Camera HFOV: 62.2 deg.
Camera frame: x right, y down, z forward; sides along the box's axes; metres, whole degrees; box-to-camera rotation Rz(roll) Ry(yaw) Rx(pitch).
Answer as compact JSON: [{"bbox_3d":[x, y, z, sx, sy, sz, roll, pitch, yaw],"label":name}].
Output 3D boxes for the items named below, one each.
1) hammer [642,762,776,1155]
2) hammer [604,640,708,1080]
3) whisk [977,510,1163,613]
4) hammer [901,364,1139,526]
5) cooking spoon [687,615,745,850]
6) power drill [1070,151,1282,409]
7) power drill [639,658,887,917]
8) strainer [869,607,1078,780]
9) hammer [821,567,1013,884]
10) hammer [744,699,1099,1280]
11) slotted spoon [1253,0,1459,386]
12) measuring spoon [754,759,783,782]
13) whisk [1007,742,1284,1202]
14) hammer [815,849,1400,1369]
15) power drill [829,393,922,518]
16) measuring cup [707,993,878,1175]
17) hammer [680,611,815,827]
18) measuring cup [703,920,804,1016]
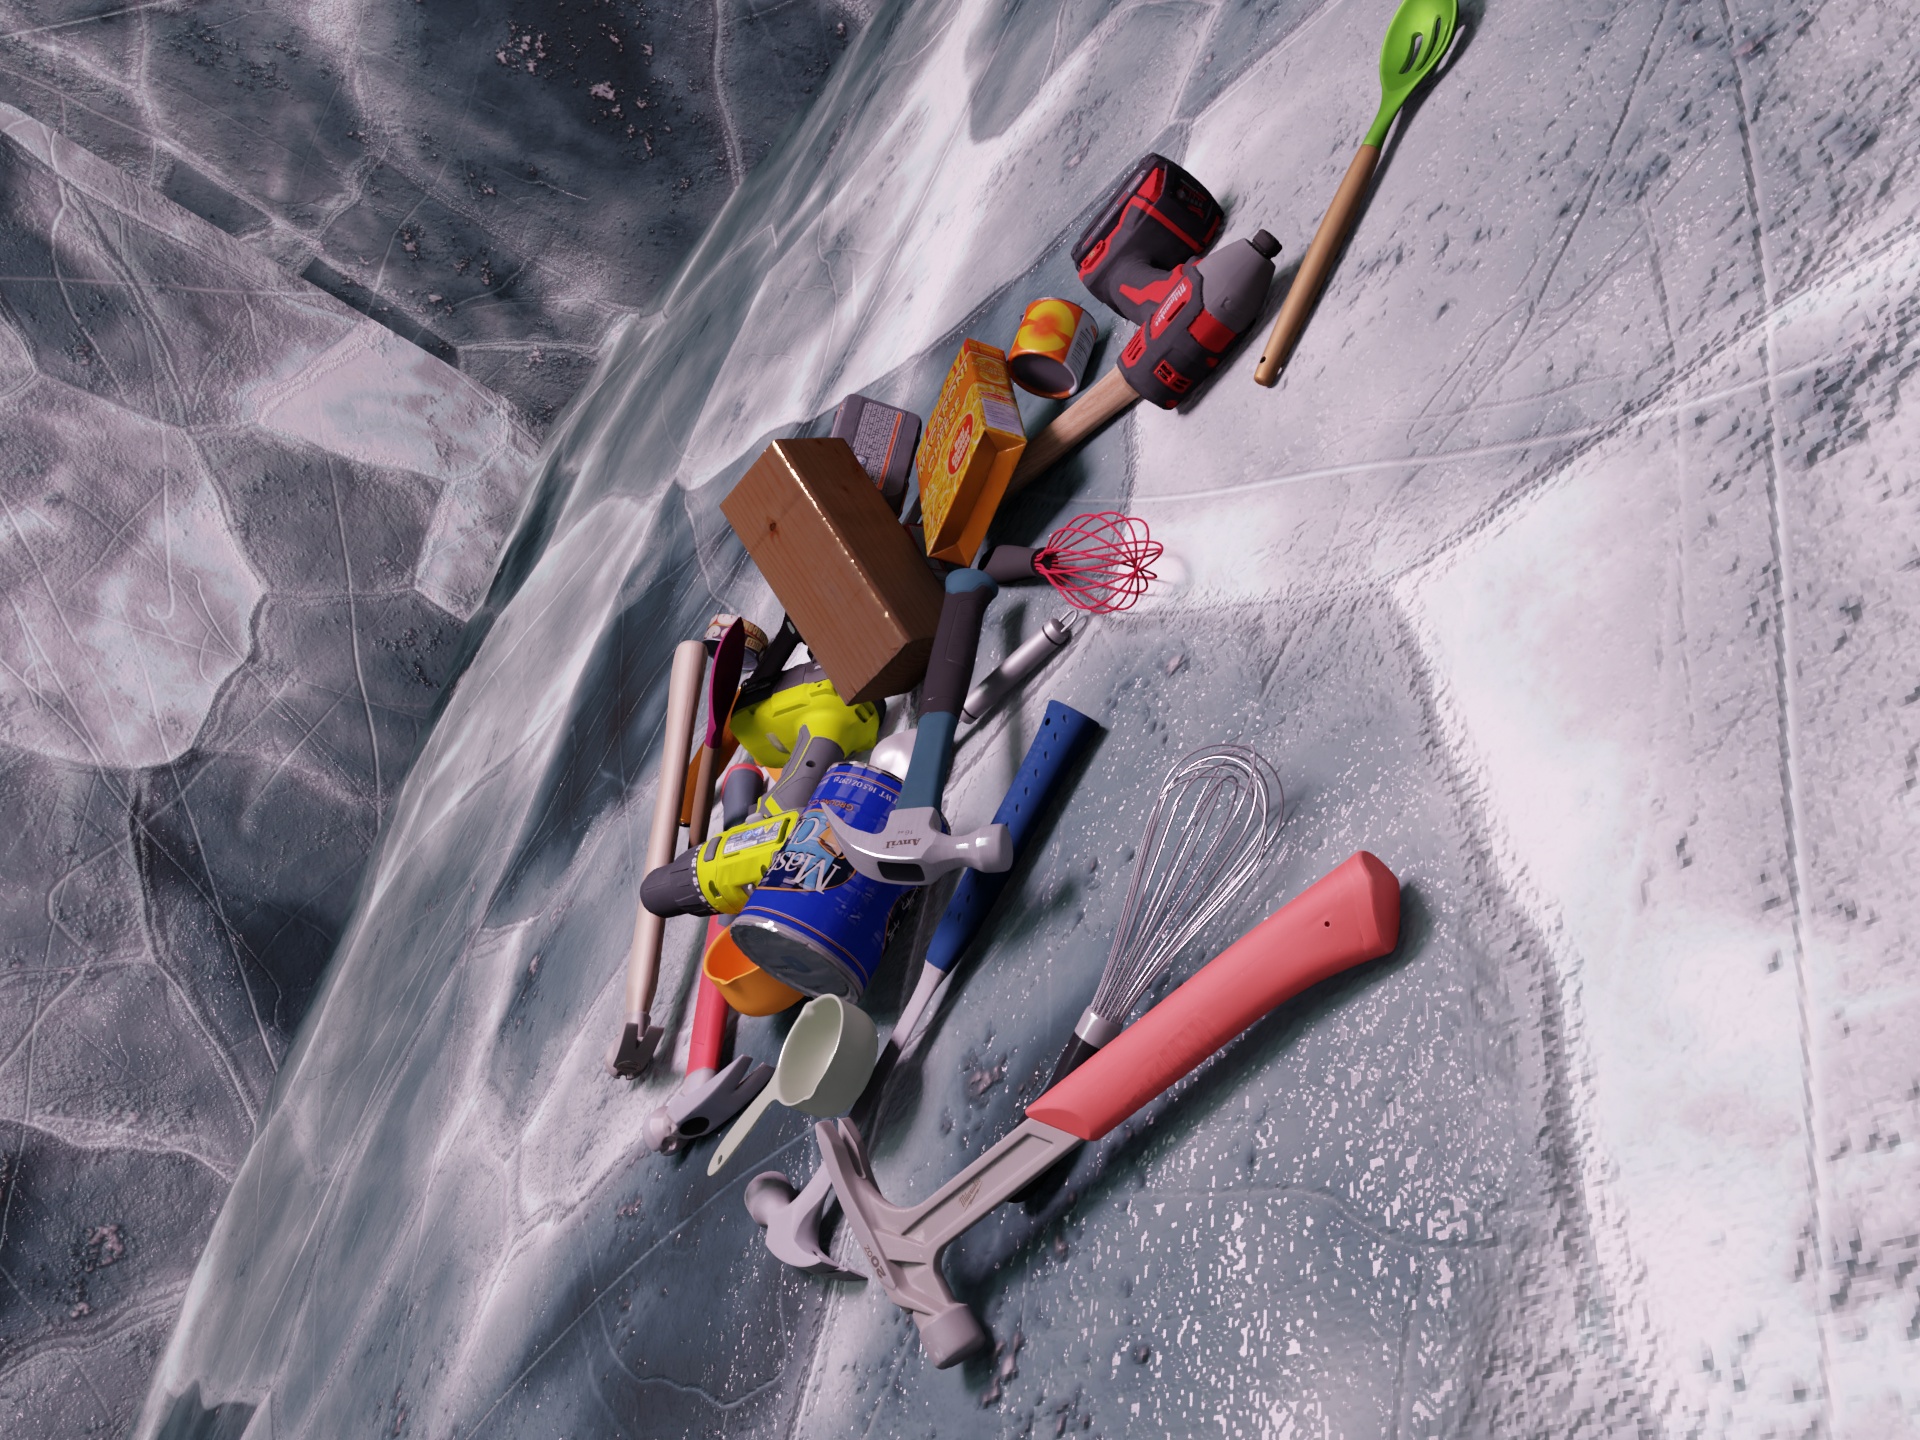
[{"bbox_3d":[-0.195,0.175,1.370,0.143,0.038,0.387,-41,31,33],"label":"hammer"},{"bbox_3d":[-0.269,0.109,1.447,0.146,0.038,0.411,127,151,-60],"label":"hammer"},{"bbox_3d":[0.068,-0.116,1.174,0.073,0.073,0.296,-62,19,-5],"label":"whisk"},{"bbox_3d":[0.035,-0.201,1.352,0.331,0.031,0.130,-35,35,42],"label":"hammer"},{"bbox_3d":[-0.222,0.038,1.405,0.069,0.017,0.318,-64,-8,-50],"label":"cooking spoon"},{"bbox_3d":[0.166,-0.341,1.211,0.143,0.078,0.220,-48,30,24],"label":"power drill"},{"bbox_3d":[-0.157,0.062,1.296,0.190,0.080,0.229,-17,37,28],"label":"power drill"},{"bbox_3d":[-0.002,-0.004,1.202,0.258,0.050,0.087,-42,26,27],"label":"strainer"},{"bbox_3d":[-0.012,-0.007,1.111,0.128,0.033,0.331,-7,36,15],"label":"hammer"},{"bbox_3d":[-0.017,0.173,1.042,0.405,0.035,0.144,-62,25,-3],"label":"hammer"},{"bbox_3d":[0.272,-0.371,1.100,0.070,0.031,0.314,16,79,61],"label":"slotted spoon"},{"bbox_3d":[-0.177,0.044,1.505,0.021,0.011,0.117,-60,25,0],"label":"measuring spoon"},{"bbox_3d":[0.090,0.139,0.860,0.284,0.070,0.070,-63,25,6],"label":"whisk"},{"bbox_3d":[0.073,0.179,0.815,0.359,0.036,0.149,-44,61,23],"label":"hammer"},{"bbox_3d":[-0.103,-0.199,1.494,0.226,0.084,0.164,118,167,-55],"label":"power drill"},{"bbox_3d":[-0.110,0.251,1.046,0.167,0.038,0.083,-51,26,23],"label":"measuring cup"},{"bbox_3d":[-0.215,-0.012,1.526,0.336,0.034,0.127,-53,57,39],"label":"hammer"},{"bbox_3d":[-0.112,0.179,1.204,0.173,0.052,0.095,-12,31,31],"label":"measuring cup"}]
